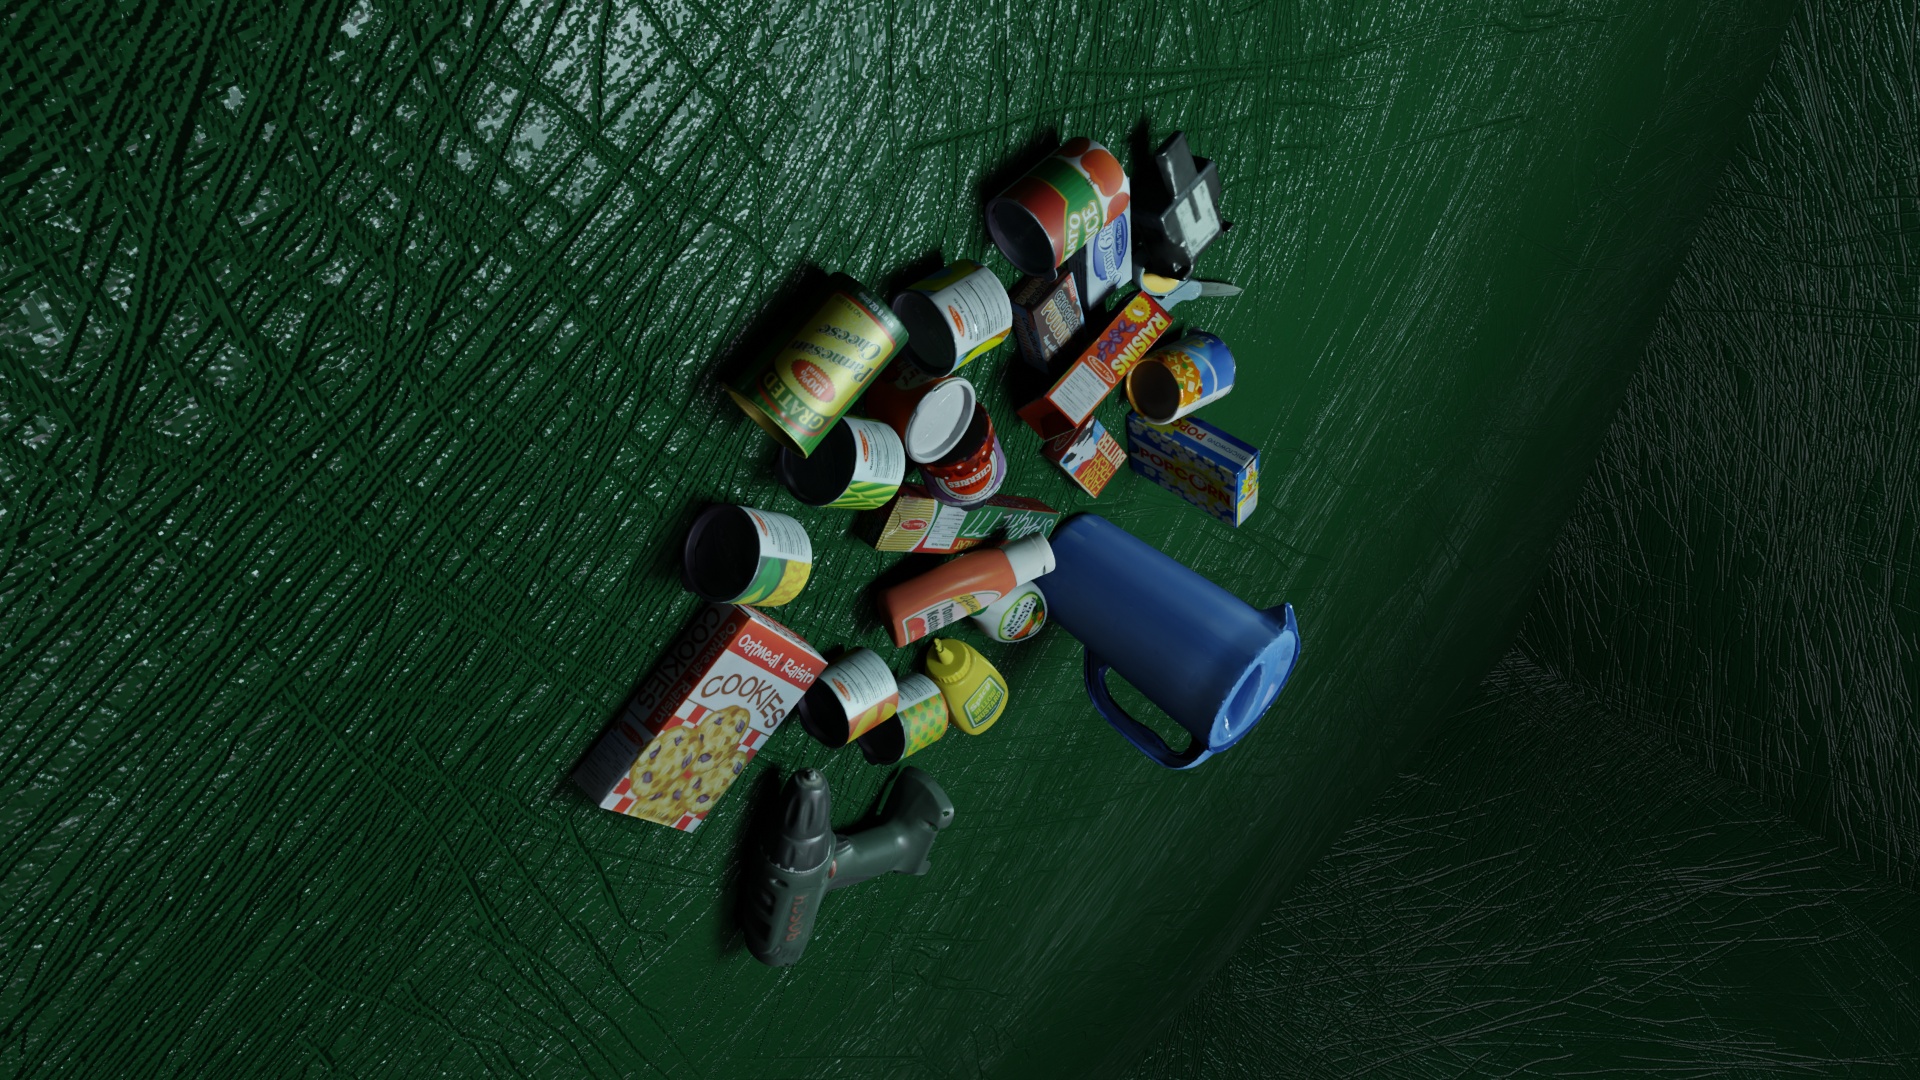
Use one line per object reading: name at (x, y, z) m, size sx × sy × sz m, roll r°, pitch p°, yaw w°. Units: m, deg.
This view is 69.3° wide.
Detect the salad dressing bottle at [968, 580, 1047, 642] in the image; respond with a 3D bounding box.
salad dressing bottle at (0.028, 0.056, 1.253) m, size 0.064 × 0.044 × 0.147 m, roll -57°, pitch 151°, yaw 7°

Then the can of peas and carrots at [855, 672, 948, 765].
can of peas and carrots at (-0.053, 0.157, 1.215) m, size 0.059 × 0.071 × 0.070 m, roll -21°, pitch 137°, yaw -46°

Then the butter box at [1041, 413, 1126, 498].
butter box at (0.113, -0.079, 1.257) m, size 0.053 × 0.024 × 0.103 m, roll -54°, pitch 151°, yaw 0°

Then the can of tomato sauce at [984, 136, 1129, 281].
can of tomato sauce at (0.071, -0.235, 0.985) m, size 0.083 × 0.071 × 0.071 m, roll -43°, pitch 149°, yaw -21°

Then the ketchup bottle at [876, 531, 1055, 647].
ketchup bottle at (0.005, 0.036, 1.152) m, size 0.149 × 0.043 × 0.064 m, roll -24°, pitch 154°, yaw -13°

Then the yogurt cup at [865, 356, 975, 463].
yogurt cup at (-0.031, -0.097, 0.996) m, size 0.073 × 0.054 × 0.072 m, roll -36°, pitch 146°, yaw -29°

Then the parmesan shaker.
parmesan shaker at (-0.092, -0.114, 0.881) m, size 0.103 × 0.071 × 0.071 m, roll -50°, pitch 151°, yaw -9°

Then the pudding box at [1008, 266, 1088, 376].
pudding box at (0.069, -0.174, 1.087) m, size 0.050 × 0.030 × 0.083 m, roll -47°, pitch 150°, yaw -15°

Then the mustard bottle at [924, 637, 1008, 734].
mustard bottle at (-0.001, 0.128, 1.279) m, size 0.065 × 0.049 × 0.159 m, roll -50°, pitch 151°, yaw -11°

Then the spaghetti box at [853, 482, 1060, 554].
spaghetti box at (0.004, -0.015, 1.159) m, size 0.250 × 0.029 × 0.050 m, roll 4°, pitch 117°, yaw -57°

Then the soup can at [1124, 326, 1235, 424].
soup can at (0.200, -0.151, 1.270) m, size 0.084 × 0.071 × 0.071 m, roll -26°, pitch 140°, yaw -39°

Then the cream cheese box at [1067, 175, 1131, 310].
cream cheese box at (0.108, -0.235, 1.088) m, size 0.053 × 0.024 × 0.103 m, roll -41°, pitch 148°, yaw -21°

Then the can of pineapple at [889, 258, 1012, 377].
can of pineapple at (-0.008, -0.154, 0.962) m, size 0.058 × 0.071 × 0.070 m, roll -34°, pitch 145°, yaw -32°

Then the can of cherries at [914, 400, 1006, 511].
can of cherries at (-0.002, -0.066, 1.054) m, size 0.071 × 0.071 × 0.058 m, roll -46°, pitch 149°, yaw -15°

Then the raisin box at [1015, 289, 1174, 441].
raisin box at (0.108, -0.141, 1.128) m, size 0.123 × 0.040 × 0.086 m, roll -48°, pitch -173°, yaw -12°

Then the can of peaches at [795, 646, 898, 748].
can of peaches at (-0.093, 0.128, 1.129) m, size 0.058 × 0.071 × 0.070 m, roll -28°, pitch 141°, yaw -39°

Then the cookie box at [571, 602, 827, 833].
cookie box at (-0.187, 0.128, 1.017) m, size 0.167 × 0.040 × 0.122 m, roll -52°, pitch 151°, yaw -3°

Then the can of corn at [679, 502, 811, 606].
can of corn at (-0.144, 0.012, 0.933) m, size 0.058 × 0.071 × 0.071 m, roll 11°, pitch 111°, yaw -59°

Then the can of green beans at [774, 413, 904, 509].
can of green beans at (-0.081, -0.055, 0.955) m, size 0.058 × 0.071 × 0.071 m, roll 4°, pitch 117°, yaw -57°

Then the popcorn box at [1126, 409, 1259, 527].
popcorn box at (0.220, -0.075, 1.313) m, size 0.038 × 0.127 × 0.084 m, roll -46°, pitch 150°, yaw -20°
